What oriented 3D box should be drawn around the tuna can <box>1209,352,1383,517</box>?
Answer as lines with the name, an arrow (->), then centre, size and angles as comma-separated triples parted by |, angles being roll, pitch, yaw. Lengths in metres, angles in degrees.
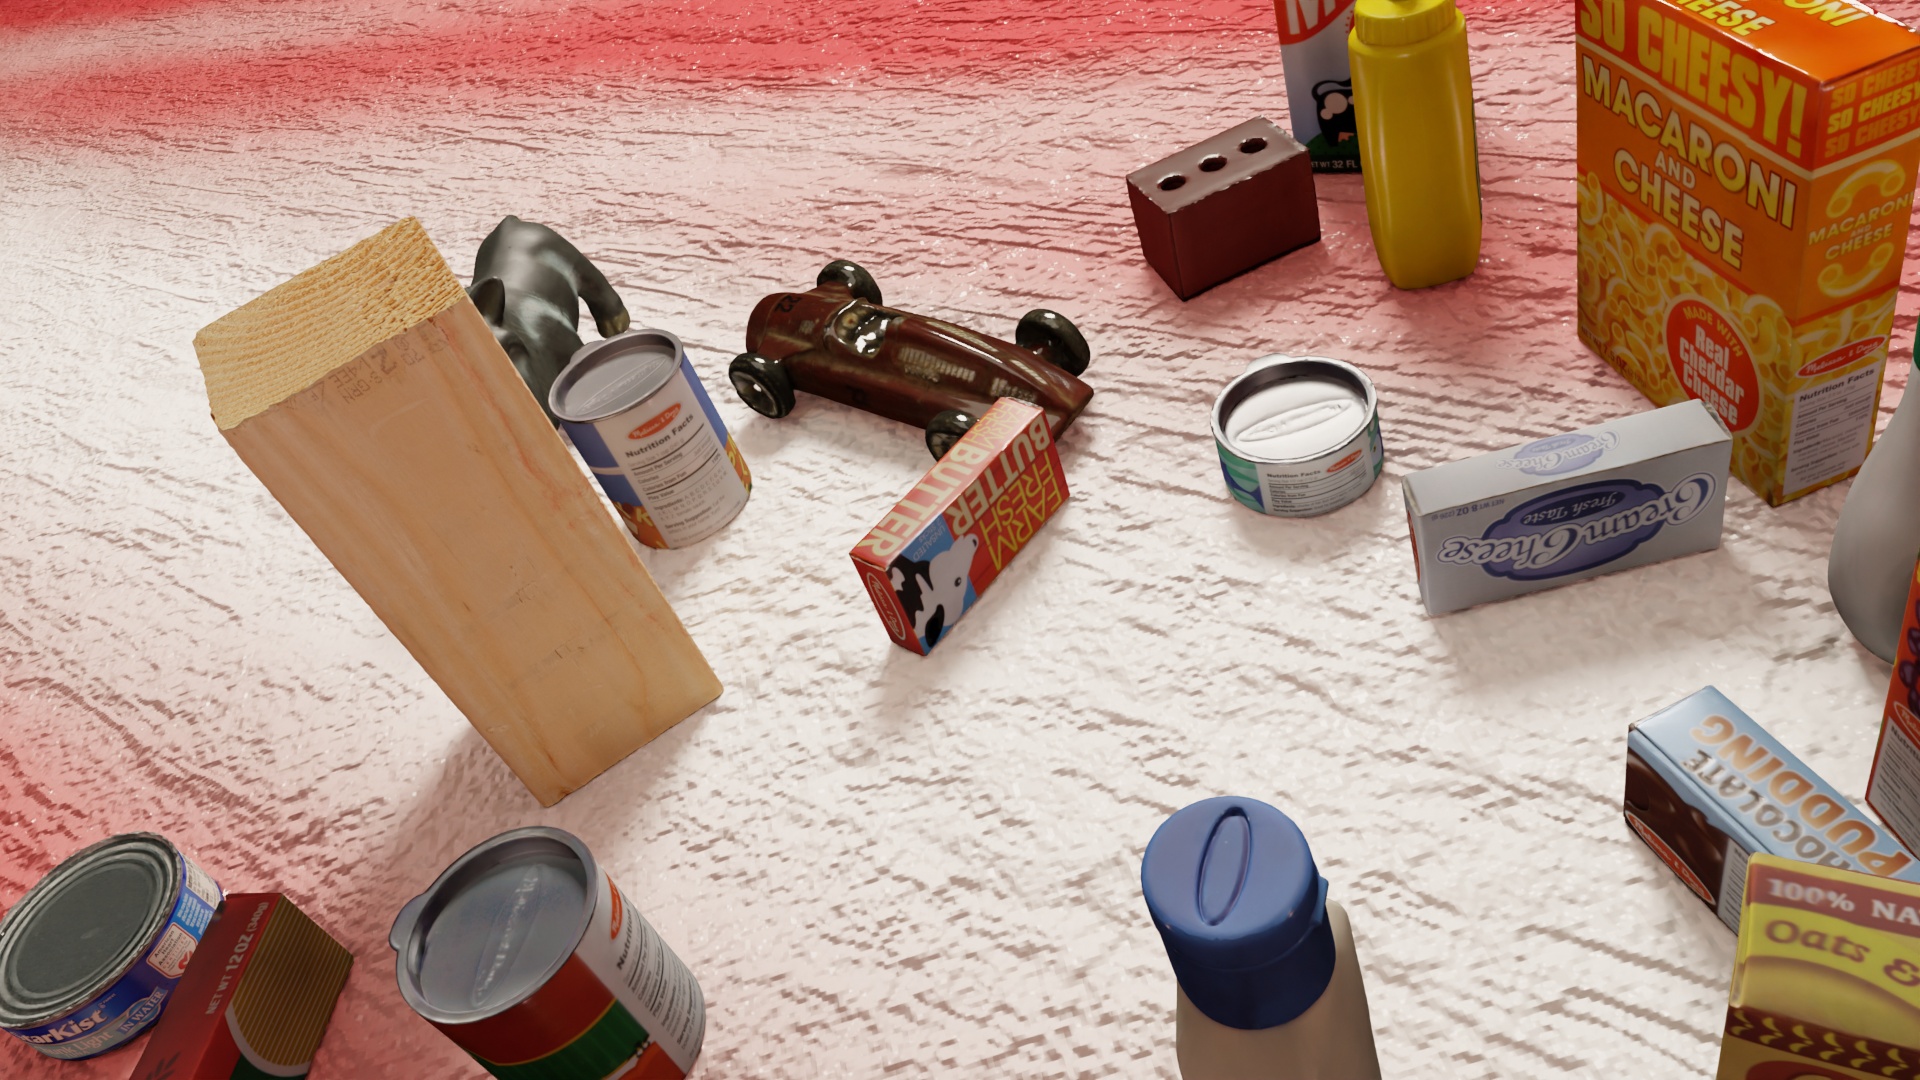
tuna can -> 0.137, -0.044, 0.568 | 0.071, 0.032, 0.071 | -12, 42, 11

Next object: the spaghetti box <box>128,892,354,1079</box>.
spaghetti box -> -0.261, 0.232, 0.434 | 0.028, 0.050, 0.251 | -10, 43, 15

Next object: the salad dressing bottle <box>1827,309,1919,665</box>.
salad dressing bottle -> 0.286, -0.024, 0.394 | 0.064, 0.147, 0.044 | -21, 41, 2

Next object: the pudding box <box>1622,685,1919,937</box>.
pudding box -> 0.222, 0.086, 0.379 | 0.030, 0.049, 0.084 | -27, 41, -5

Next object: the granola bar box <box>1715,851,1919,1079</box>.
granola bar box -> 0.241, 0.125, 0.272 | 0.165, 0.123, 0.039 | 7, 49, 30

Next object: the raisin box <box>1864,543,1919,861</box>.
raisin box -> 0.290, 0.030, 0.353 | 0.086, 0.122, 0.040 | -18, 41, 5

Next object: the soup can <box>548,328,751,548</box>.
soup can -> -0.146, -0.049, 0.657 | 0.071, 0.083, 0.072 | -12, 42, 12

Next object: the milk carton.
milk carton -> 0.195, -0.279, 0.673 | 0.072, 0.189, 0.074 | 6, 49, 29

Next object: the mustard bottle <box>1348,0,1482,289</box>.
mustard bottle -> 0.195, -0.187, 0.597 | 0.049, 0.159, 0.066 | -10, 43, 14

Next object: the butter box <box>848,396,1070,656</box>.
butter box -> 0.002, -0.007, 0.572 | 0.024, 0.053, 0.104 | 20, 56, 38

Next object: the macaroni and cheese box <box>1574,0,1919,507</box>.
macaroni and cheese box -> 0.265, -0.113, 0.483 | 0.040, 0.165, 0.124 | -22, 41, 1

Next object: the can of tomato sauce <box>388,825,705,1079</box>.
can of tomato sauce -> -0.130, 0.143, 0.447 | 0.071, 0.082, 0.071 | -12, 42, 12

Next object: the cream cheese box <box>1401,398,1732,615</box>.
cream cheese box -> 0.210, -0.010, 0.484 | 0.104, 0.053, 0.024 | -15, 42, 9

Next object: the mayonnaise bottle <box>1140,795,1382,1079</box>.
mayonnaise bottle -> 0.076, 0.117, 0.335 | 0.041, 0.147, 0.065 | 2, 46, 25
